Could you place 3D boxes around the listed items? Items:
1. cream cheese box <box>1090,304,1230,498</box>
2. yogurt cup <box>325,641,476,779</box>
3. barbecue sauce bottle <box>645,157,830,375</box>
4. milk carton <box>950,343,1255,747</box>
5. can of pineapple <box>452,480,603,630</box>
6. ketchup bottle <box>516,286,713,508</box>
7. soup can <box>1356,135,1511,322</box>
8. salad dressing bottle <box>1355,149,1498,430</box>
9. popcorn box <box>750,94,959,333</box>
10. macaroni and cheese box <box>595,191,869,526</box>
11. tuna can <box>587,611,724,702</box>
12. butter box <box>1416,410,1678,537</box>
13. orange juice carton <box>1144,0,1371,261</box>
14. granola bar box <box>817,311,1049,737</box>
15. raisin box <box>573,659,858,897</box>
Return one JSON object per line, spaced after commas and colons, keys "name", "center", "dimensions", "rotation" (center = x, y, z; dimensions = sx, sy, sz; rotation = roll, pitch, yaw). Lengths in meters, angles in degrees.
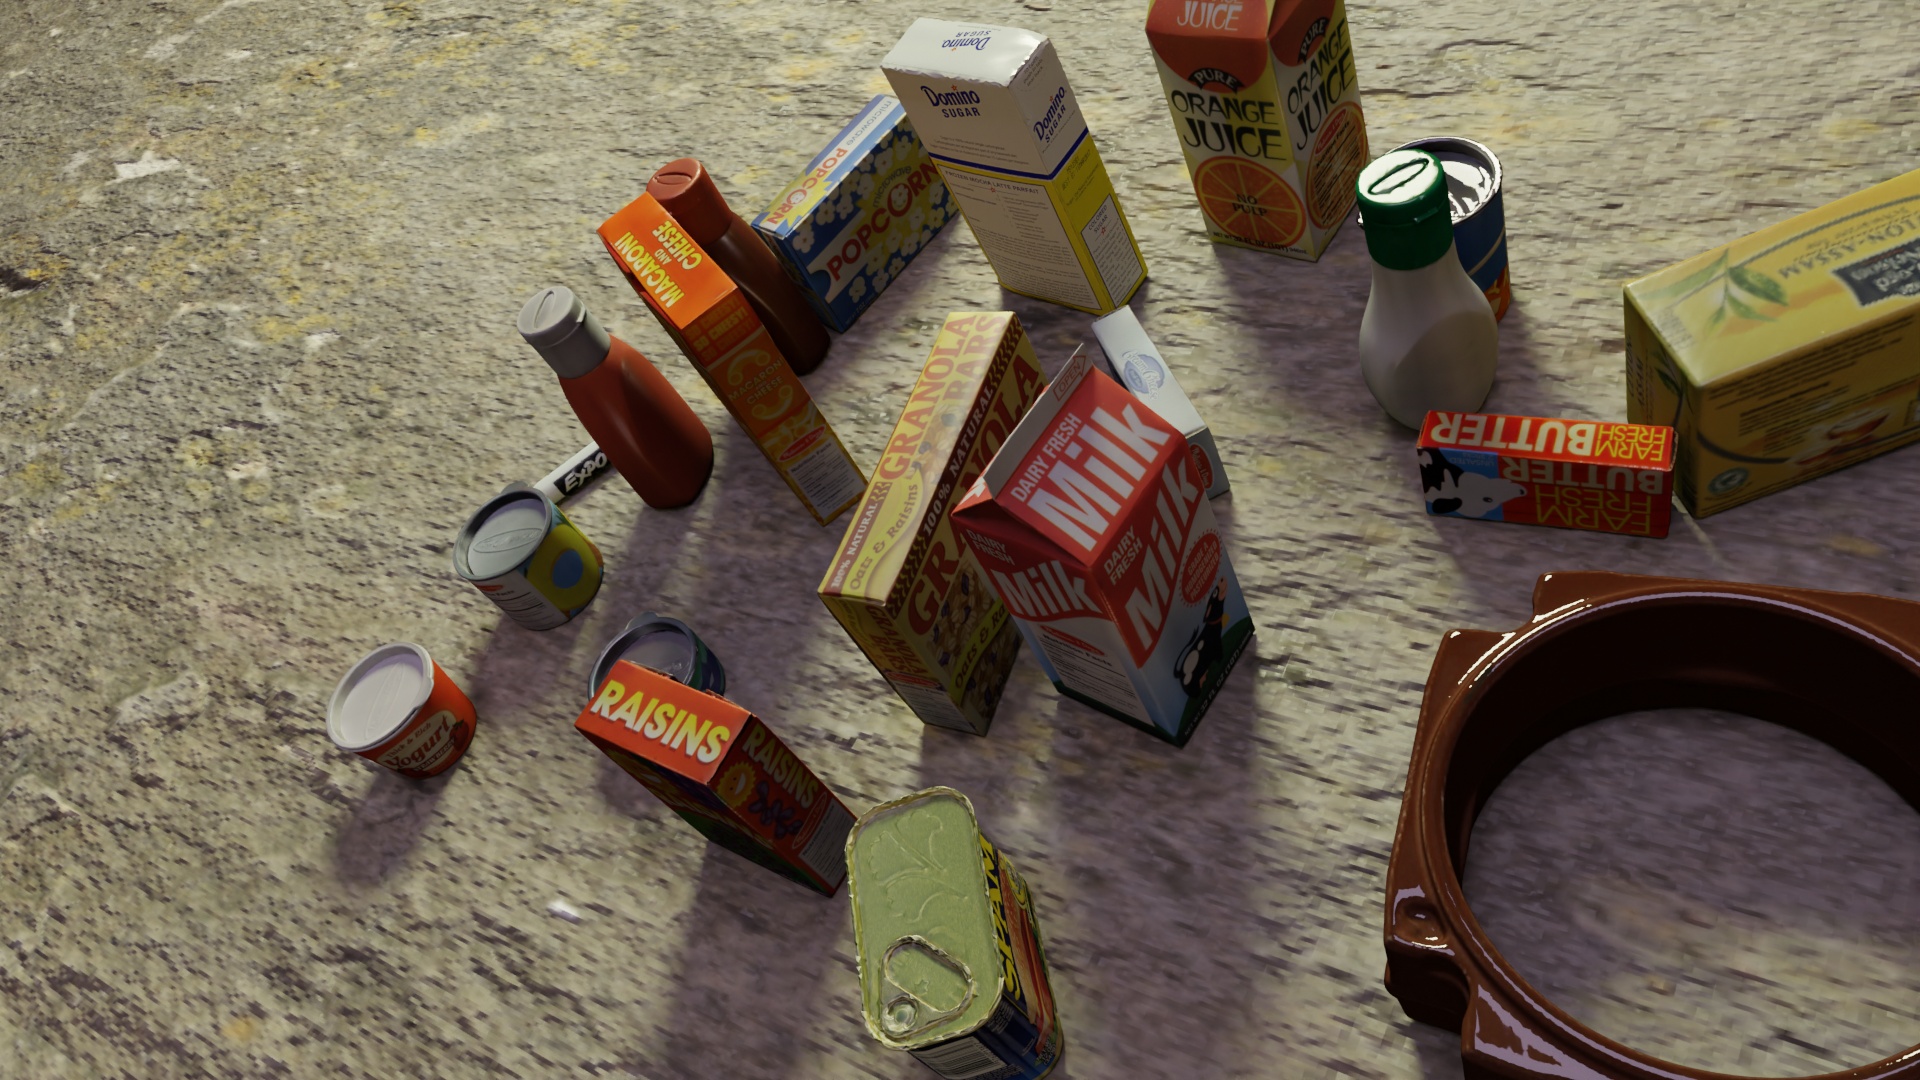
{"name": "cream cheese box", "center": [0.102, -0.070, 0.718], "dimensions": [0.024, 0.053, 0.104], "rotation": [-27, 48, 4]}
{"name": "yogurt cup", "center": [-0.312, 0.099, 0.783], "dimensions": [0.072, 0.053, 0.073], "rotation": [-13, 51, 16]}
{"name": "barbecue sauce bottle", "center": [-0.136, -0.162, 0.835], "dimensions": [0.065, 0.148, 0.044], "rotation": [12, 62, 32]}
{"name": "milk carton", "center": [0.060, 0.004, 0.589], "dimensions": [0.073, 0.189, 0.072], "rotation": [22, 67, 36]}
{"name": "can of pineapple", "center": [-0.253, 0.010, 0.820], "dimensions": [0.071, 0.057, 0.071], "rotation": [-13, 51, 16]}
{"name": "ketchup bottle", "center": [-0.198, -0.084, 0.805], "dimensions": [0.043, 0.148, 0.065], "rotation": [-8, 53, 20]}
{"name": "soup can", "center": [0.235, -0.146, 0.693], "dimensions": [0.071, 0.083, 0.072], "rotation": [-13, 51, 16]}
{"name": "salad dressing bottle", "center": [0.210, -0.111, 0.635], "dimensions": [0.064, 0.147, 0.044], "rotation": [-29, 48, 3]}
{"name": "popcorn box", "center": [-0.063, -0.207, 0.878], "dimensions": [0.038, 0.085, 0.127], "rotation": [28, 70, 38]}
{"name": "macaroni and cheese box", "center": [-0.124, -0.098, 0.769], "dimensions": [0.040, 0.165, 0.124], "rotation": [-38, 49, -5]}
{"name": "tuna can", "center": [-0.163, 0.075, 0.745], "dimensions": [0.071, 0.032, 0.071], "rotation": [-13, 51, 16]}
{"name": "butter box", "center": [0.258, -0.030, 0.614], "dimensions": [0.103, 0.053, 0.024], "rotation": [8, 59, 30]}
{"name": "orange juice carton", "center": [0.157, -0.245, 0.732], "dimensions": [0.072, 0.192, 0.073], "rotation": [21, 67, 36]}
{"name": "granola bar box", "center": [0.002, -0.008, 0.670], "dimensions": [0.039, 0.123, 0.166], "rotation": [6, 58, 29]}
{"name": "raisin box", "center": [-0.105, 0.109, 0.632], "dimensions": [0.086, 0.123, 0.040], "rotation": [16, 64, 34]}
